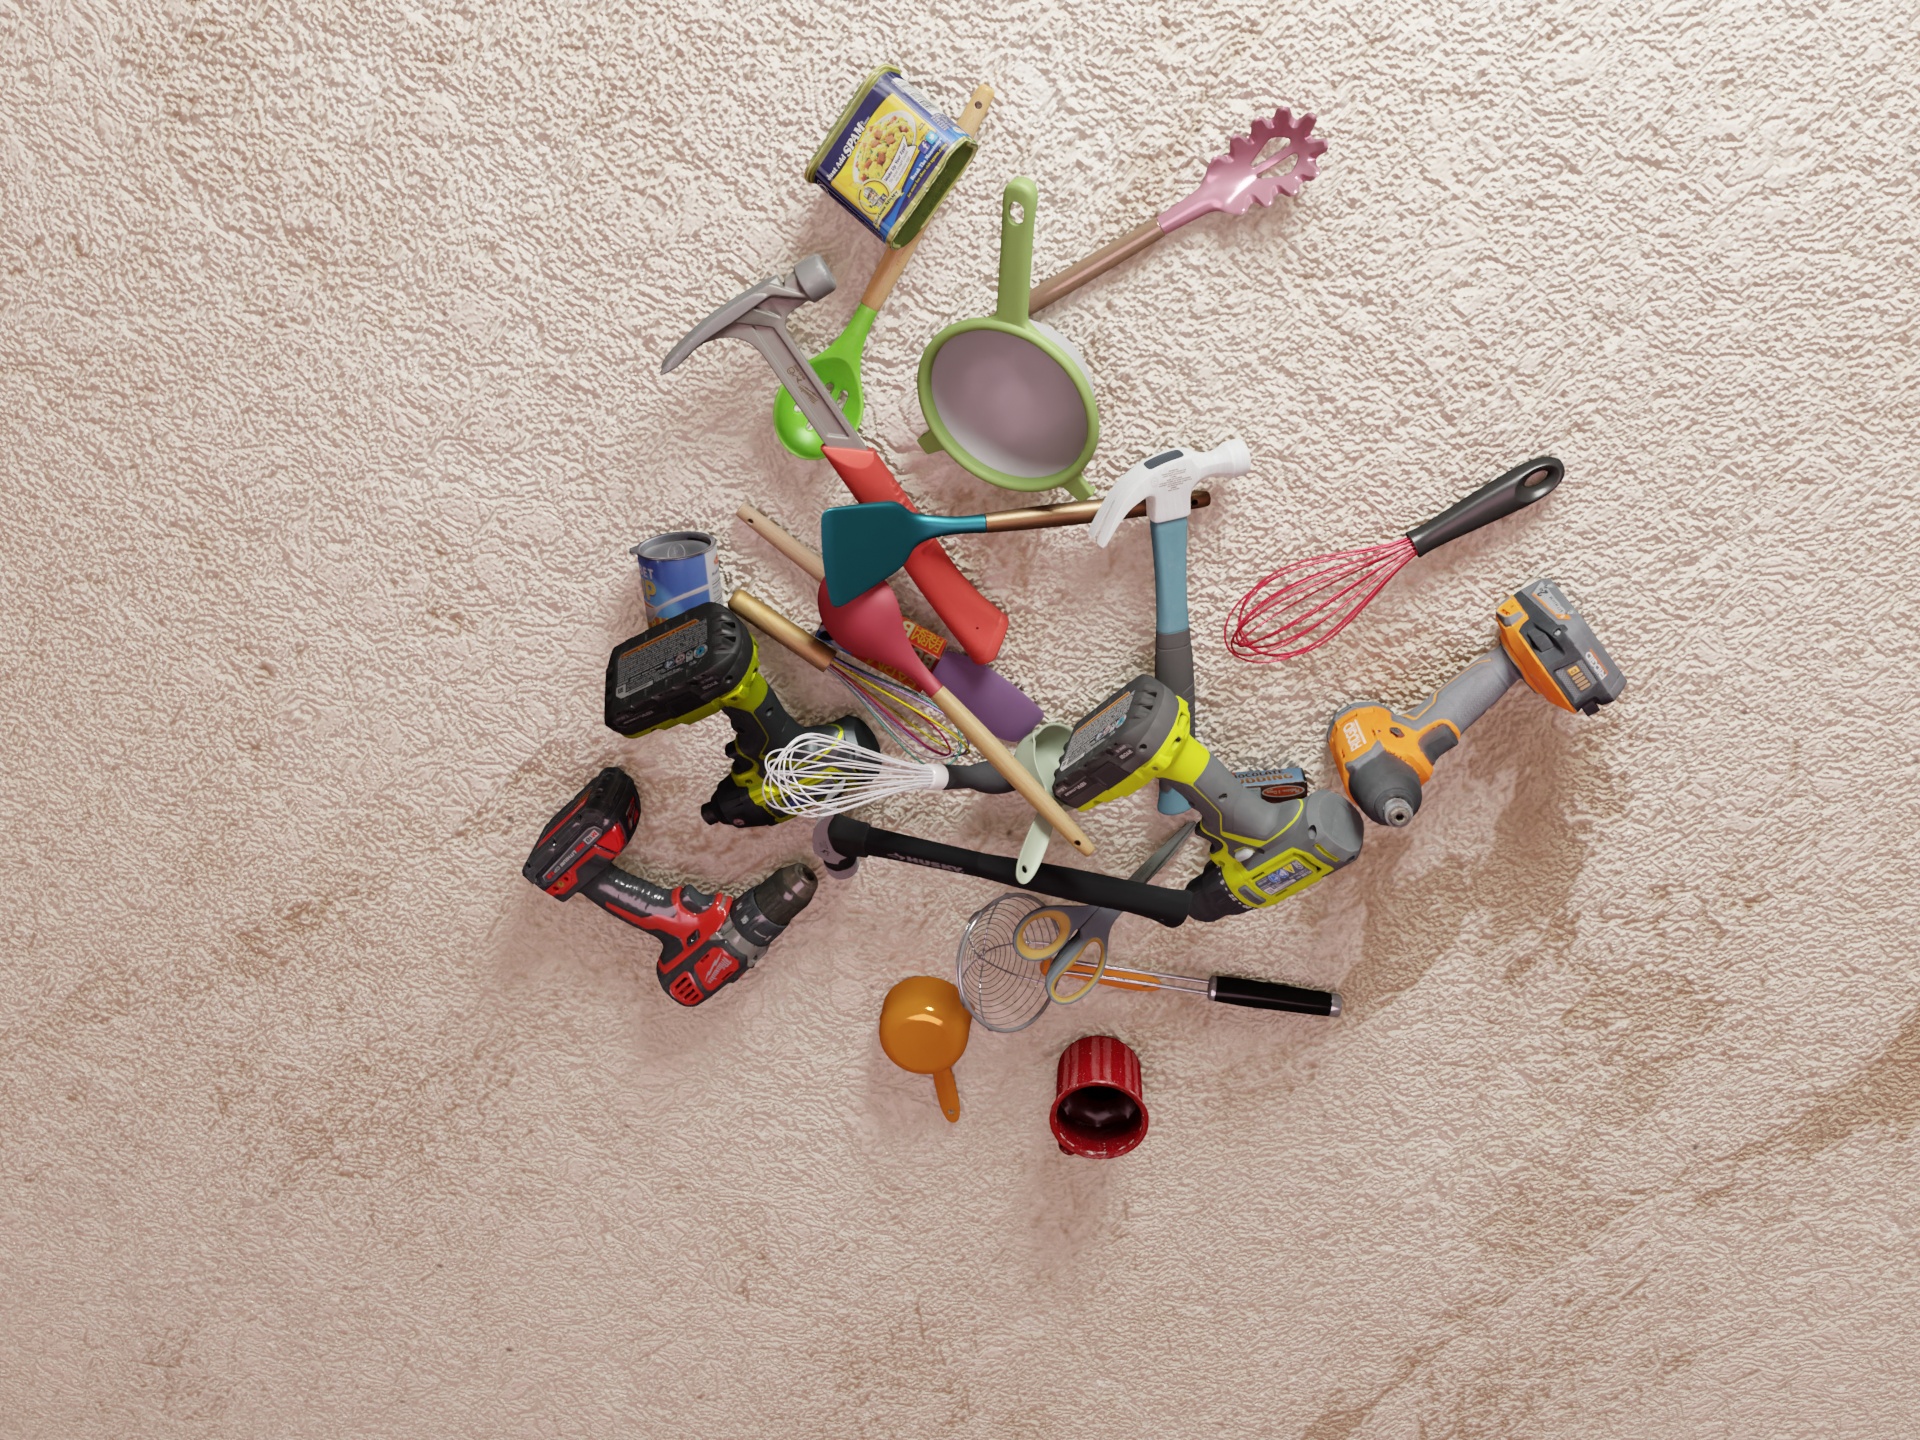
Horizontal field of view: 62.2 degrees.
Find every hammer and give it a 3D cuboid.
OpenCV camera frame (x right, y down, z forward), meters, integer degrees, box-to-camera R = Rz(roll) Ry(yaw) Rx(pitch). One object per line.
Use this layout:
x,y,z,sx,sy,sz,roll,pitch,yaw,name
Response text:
0.032,0.125,1.369,0.335,0.035,0.146,11,152,10,hammer
-0.078,-0.182,1.268,0.149,0.037,0.358,-31,117,10,hammer
0.177,-0.065,1.313,0.128,0.033,0.330,-13,121,-10,hammer

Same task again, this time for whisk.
0.344,-0.130,1.273,0.296,0.073,0.073,-29,110,11,whisk
-0.047,0.047,1.315,0.284,0.070,0.070,3,127,-44,whisk
-0.095,-0.036,1.369,0.245,0.047,0.051,34,103,-6,whisk

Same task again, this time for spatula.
0.047,-0.153,1.257,0.317,0.044,0.082,-8,118,-7,spatula
-0.062,-0.082,1.354,0.315,0.018,0.059,38,121,-13,spatula

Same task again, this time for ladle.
-0.002,-0.004,1.296,0.315,0.031,0.069,46,114,-4,ladle

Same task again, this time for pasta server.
0.125,-0.356,1.190,0.316,0.040,0.060,-27,99,18,pasta server

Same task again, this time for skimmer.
0.175,0.239,1.449,0.363,0.090,0.127,8,85,-1,skimmer

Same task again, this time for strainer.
0.048,-0.292,1.185,0.151,0.069,0.256,20,138,17,strainer

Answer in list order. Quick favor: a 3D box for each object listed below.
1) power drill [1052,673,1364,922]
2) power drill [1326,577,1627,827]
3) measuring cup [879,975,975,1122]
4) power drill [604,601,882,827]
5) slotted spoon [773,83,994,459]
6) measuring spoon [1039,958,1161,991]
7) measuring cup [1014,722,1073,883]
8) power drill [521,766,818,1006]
0.193,0.078,1.326,0.228,0.080,0.190,35,138,-14,power drill
0.404,-0.003,1.268,0.226,0.164,0.084,-36,108,18,power drill
-0.026,0.332,1.534,0.095,0.052,0.173,-9,113,9,measuring cup
-0.193,0.011,1.342,0.171,0.080,0.223,-23,138,17,power drill
-0.055,-0.340,1.222,0.070,0.031,0.313,28,114,-9,slotted spoon
0.132,0.242,1.498,0.117,0.011,0.021,9,117,1,measuring spoon
0.065,0.076,1.342,0.083,0.168,0.038,41,138,-20,measuring cup
-0.260,0.145,1.454,0.188,0.080,0.226,-40,109,21,power drill
